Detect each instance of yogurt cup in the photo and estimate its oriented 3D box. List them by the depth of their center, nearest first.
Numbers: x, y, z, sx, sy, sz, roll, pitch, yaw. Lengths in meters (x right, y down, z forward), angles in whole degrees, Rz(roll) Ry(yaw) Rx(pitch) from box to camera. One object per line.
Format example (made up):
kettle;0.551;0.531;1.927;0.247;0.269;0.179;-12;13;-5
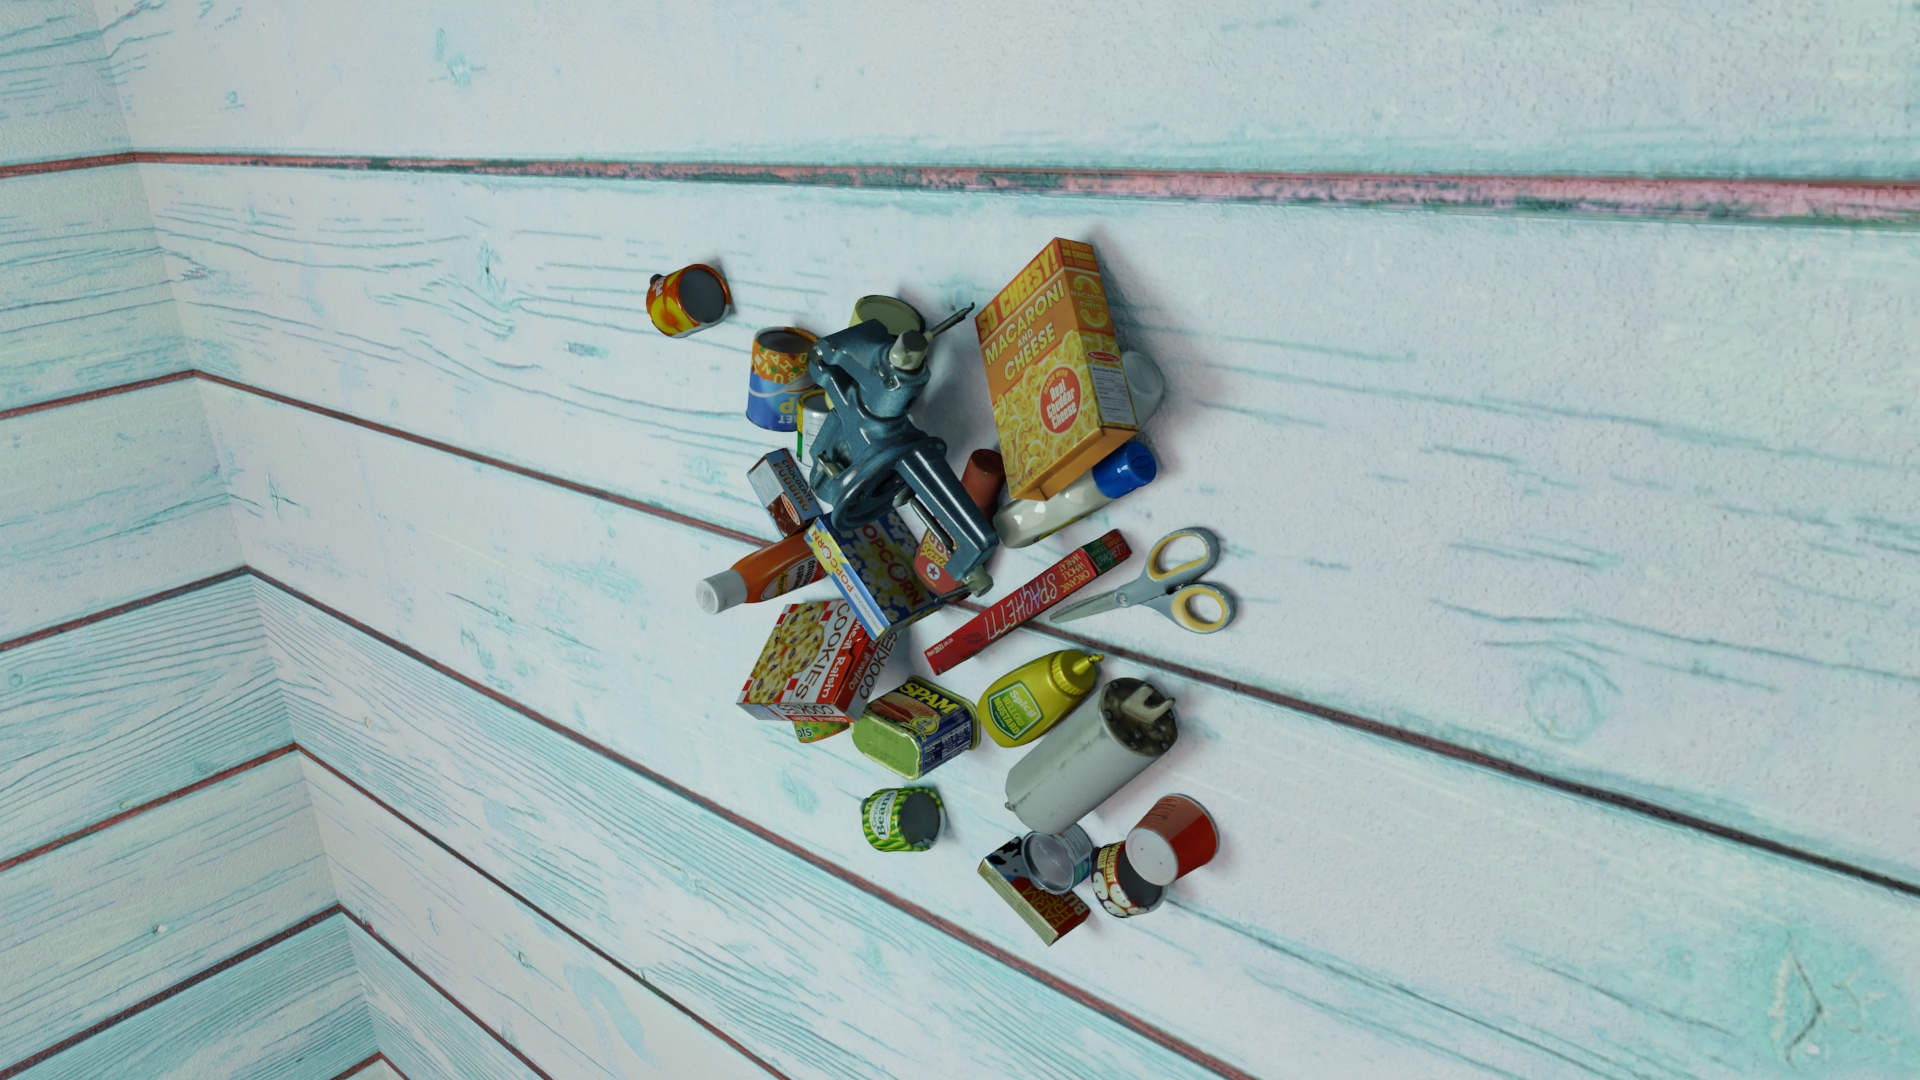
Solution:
yogurt cup;0.178;0.258;1.188;0.072;0.054;0.072;20;121;38

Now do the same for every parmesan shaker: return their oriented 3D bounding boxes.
parmesan shaker;-0.076;-0.159;1.246;0.071;0.071;0.102;44;133;22

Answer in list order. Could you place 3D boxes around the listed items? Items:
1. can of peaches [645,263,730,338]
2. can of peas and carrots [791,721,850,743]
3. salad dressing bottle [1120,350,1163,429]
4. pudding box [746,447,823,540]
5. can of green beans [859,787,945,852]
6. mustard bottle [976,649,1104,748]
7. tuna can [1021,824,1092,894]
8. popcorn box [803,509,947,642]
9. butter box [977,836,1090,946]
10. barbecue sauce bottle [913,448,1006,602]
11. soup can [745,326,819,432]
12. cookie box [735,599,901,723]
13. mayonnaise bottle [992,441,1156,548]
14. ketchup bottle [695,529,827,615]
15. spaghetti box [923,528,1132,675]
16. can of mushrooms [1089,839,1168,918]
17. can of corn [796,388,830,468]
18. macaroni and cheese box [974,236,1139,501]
can of peaches;-0.278;-0.245;1.412;0.058;0.071;0.071;-7;102;46
can of peas and carrots;-0.153;0.177;1.474;0.071;0.071;0.058;-13;99;47
salad dressing bottle;0.101;-0.096;1.115;0.147;0.044;0.064;-39;71;48
pudding box;-0.182;-0.047;1.433;0.049;0.030;0.084;-37;81;46
can of green beans;-0.058;0.288;1.432;0.057;0.071;0.071;-14;97;47
mustard bottle;0.076;0.133;1.238;0.065;0.049;0.159;56;137;8
tuna can;0.091;0.298;1.310;0.071;0.033;0.070;21;122;38
popcorn box;-0.078;0.024;1.318;0.127;0.085;0.038;55;138;11
butter box;0.070;0.337;1.334;0.104;0.053;0.024;42;130;23
barbecue sauce bottle;0.004;-0.016;1.248;0.065;0.044;0.147;43;133;24
soup can;-0.169;-0.156;1.345;0.071;0.071;0.083;33;128;31
cookie box;-0.142;0.121;1.401;0.167;0.123;0.040;-6;140;47
mayonnaise bottle;0.095;-0.037;1.135;0.147;0.065;0.041;-28;87;44
ketchup bottle;-0.196;0.034;1.395;0.043;0.149;0.064;45;134;23
spaghetti box;0.055;0.058;1.226;0.249;0.050;0.029;-37;82;47
can of mushrooms;0.148;0.296;1.225;0.033;0.071;0.071;-30;86;47
can of corn;-0.122;-0.107;1.321;0.071;0.071;0.058;26;124;35
macaroni and cheese box;0.071;-0.131;1.083;0.123;0.040;0.167;-38;55;49
